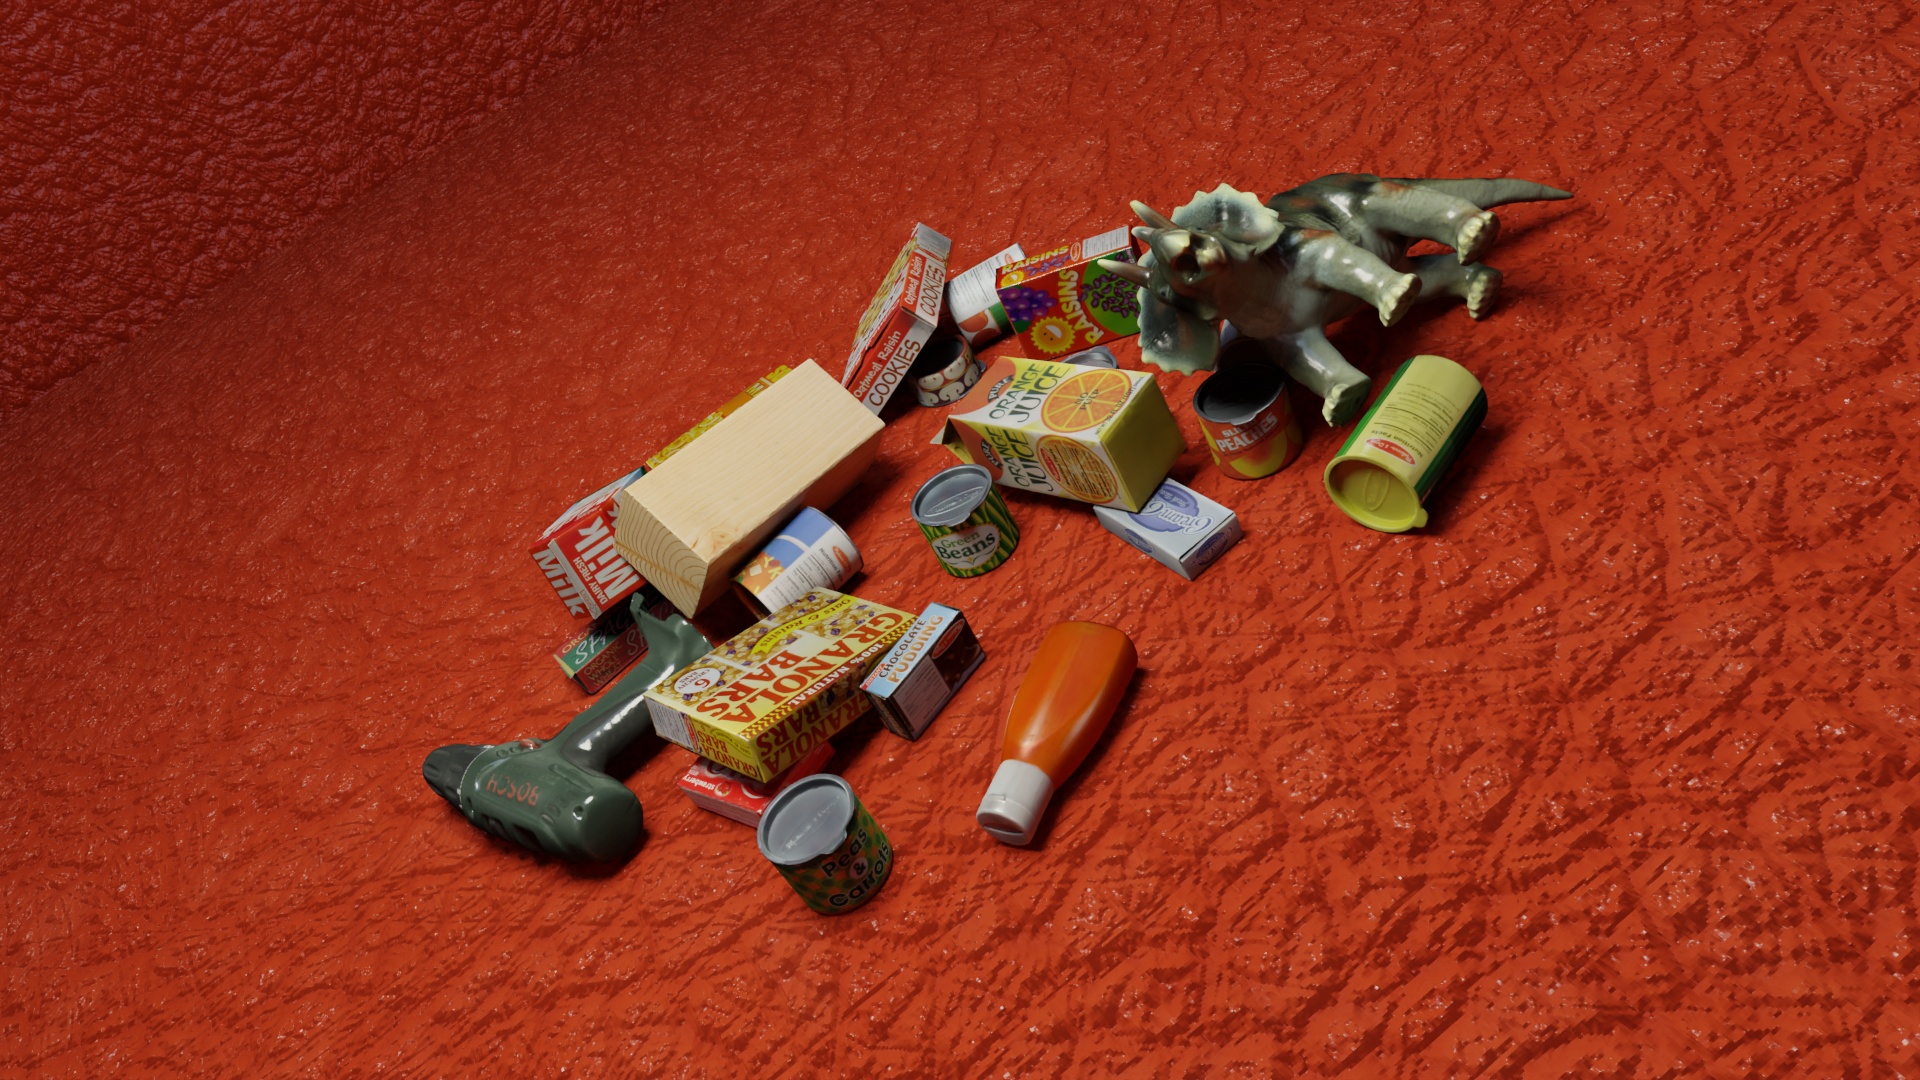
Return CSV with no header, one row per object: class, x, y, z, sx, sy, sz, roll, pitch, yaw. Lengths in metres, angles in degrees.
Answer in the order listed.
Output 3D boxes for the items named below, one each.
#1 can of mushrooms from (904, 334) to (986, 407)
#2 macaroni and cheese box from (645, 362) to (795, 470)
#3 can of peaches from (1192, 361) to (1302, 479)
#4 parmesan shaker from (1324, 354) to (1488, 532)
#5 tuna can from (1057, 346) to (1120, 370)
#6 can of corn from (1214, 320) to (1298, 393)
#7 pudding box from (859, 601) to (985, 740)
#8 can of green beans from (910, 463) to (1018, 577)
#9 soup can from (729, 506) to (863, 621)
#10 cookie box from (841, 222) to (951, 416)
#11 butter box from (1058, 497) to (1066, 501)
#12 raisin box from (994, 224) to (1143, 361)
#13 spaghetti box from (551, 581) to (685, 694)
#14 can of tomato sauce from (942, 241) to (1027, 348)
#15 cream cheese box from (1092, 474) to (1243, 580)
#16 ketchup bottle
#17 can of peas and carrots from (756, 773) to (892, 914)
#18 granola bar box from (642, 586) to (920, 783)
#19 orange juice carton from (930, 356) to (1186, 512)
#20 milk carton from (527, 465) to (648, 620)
can of mushrooms,-0.015,-0.155,1.250,0.071,0.033,0.071,-19,36,15
macaroni and cheese box,-0.195,-0.089,1.286,0.167,0.040,0.124,-39,38,-13
can of peaches,0.206,-0.084,0.995,0.071,0.058,0.071,-18,38,15
parmesan shaker,0.294,-0.062,0.905,0.071,0.071,0.103,14,53,44
tuna can,0.103,-0.124,1.133,0.071,0.032,0.071,-18,37,15
can of corn,0.231,-0.146,1.048,0.071,0.071,0.058,-6,43,29
pudding box,-0.025,0.089,0.948,0.030,0.049,0.084,17,56,43
can of green beans,0.004,-0.015,1.047,0.071,0.057,0.071,-18,37,15
soup can,-0.129,0.024,1.083,0.084,0.071,0.071,-44,38,-19
cookie box,-0.060,-0.199,1.264,0.122,0.040,0.168,-53,18,34
butter box,0.116,-0.072,1.068,0.103,0.024,0.053,-22,38,11
raisin box,0.102,-0.210,1.194,0.123,0.085,0.040,-15,40,19
spaghetti box,-0.233,0.032,1.175,0.251,0.028,0.050,-42,38,-17
can of tomato sauce,0.033,-0.223,1.271,0.083,0.071,0.071,-28,36,8
cream cheese box,0.145,-0.015,0.980,0.053,0.024,0.104,-38,37,-12
ketchup bottle,0.056,0.118,0.864,0.064,0.043,0.149,1,46,37
can of peas and carrots,-0.081,0.189,0.858,0.071,0.058,0.071,-18,38,15
granola bar box,-0.117,0.096,0.970,0.124,0.039,0.166,13,35,43
orange juice carton,0.063,-0.084,1.035,0.193,0.072,0.072,14,55,44
milk carton,-0.297,0.005,1.159,0.073,0.072,0.191,-28,14,8
